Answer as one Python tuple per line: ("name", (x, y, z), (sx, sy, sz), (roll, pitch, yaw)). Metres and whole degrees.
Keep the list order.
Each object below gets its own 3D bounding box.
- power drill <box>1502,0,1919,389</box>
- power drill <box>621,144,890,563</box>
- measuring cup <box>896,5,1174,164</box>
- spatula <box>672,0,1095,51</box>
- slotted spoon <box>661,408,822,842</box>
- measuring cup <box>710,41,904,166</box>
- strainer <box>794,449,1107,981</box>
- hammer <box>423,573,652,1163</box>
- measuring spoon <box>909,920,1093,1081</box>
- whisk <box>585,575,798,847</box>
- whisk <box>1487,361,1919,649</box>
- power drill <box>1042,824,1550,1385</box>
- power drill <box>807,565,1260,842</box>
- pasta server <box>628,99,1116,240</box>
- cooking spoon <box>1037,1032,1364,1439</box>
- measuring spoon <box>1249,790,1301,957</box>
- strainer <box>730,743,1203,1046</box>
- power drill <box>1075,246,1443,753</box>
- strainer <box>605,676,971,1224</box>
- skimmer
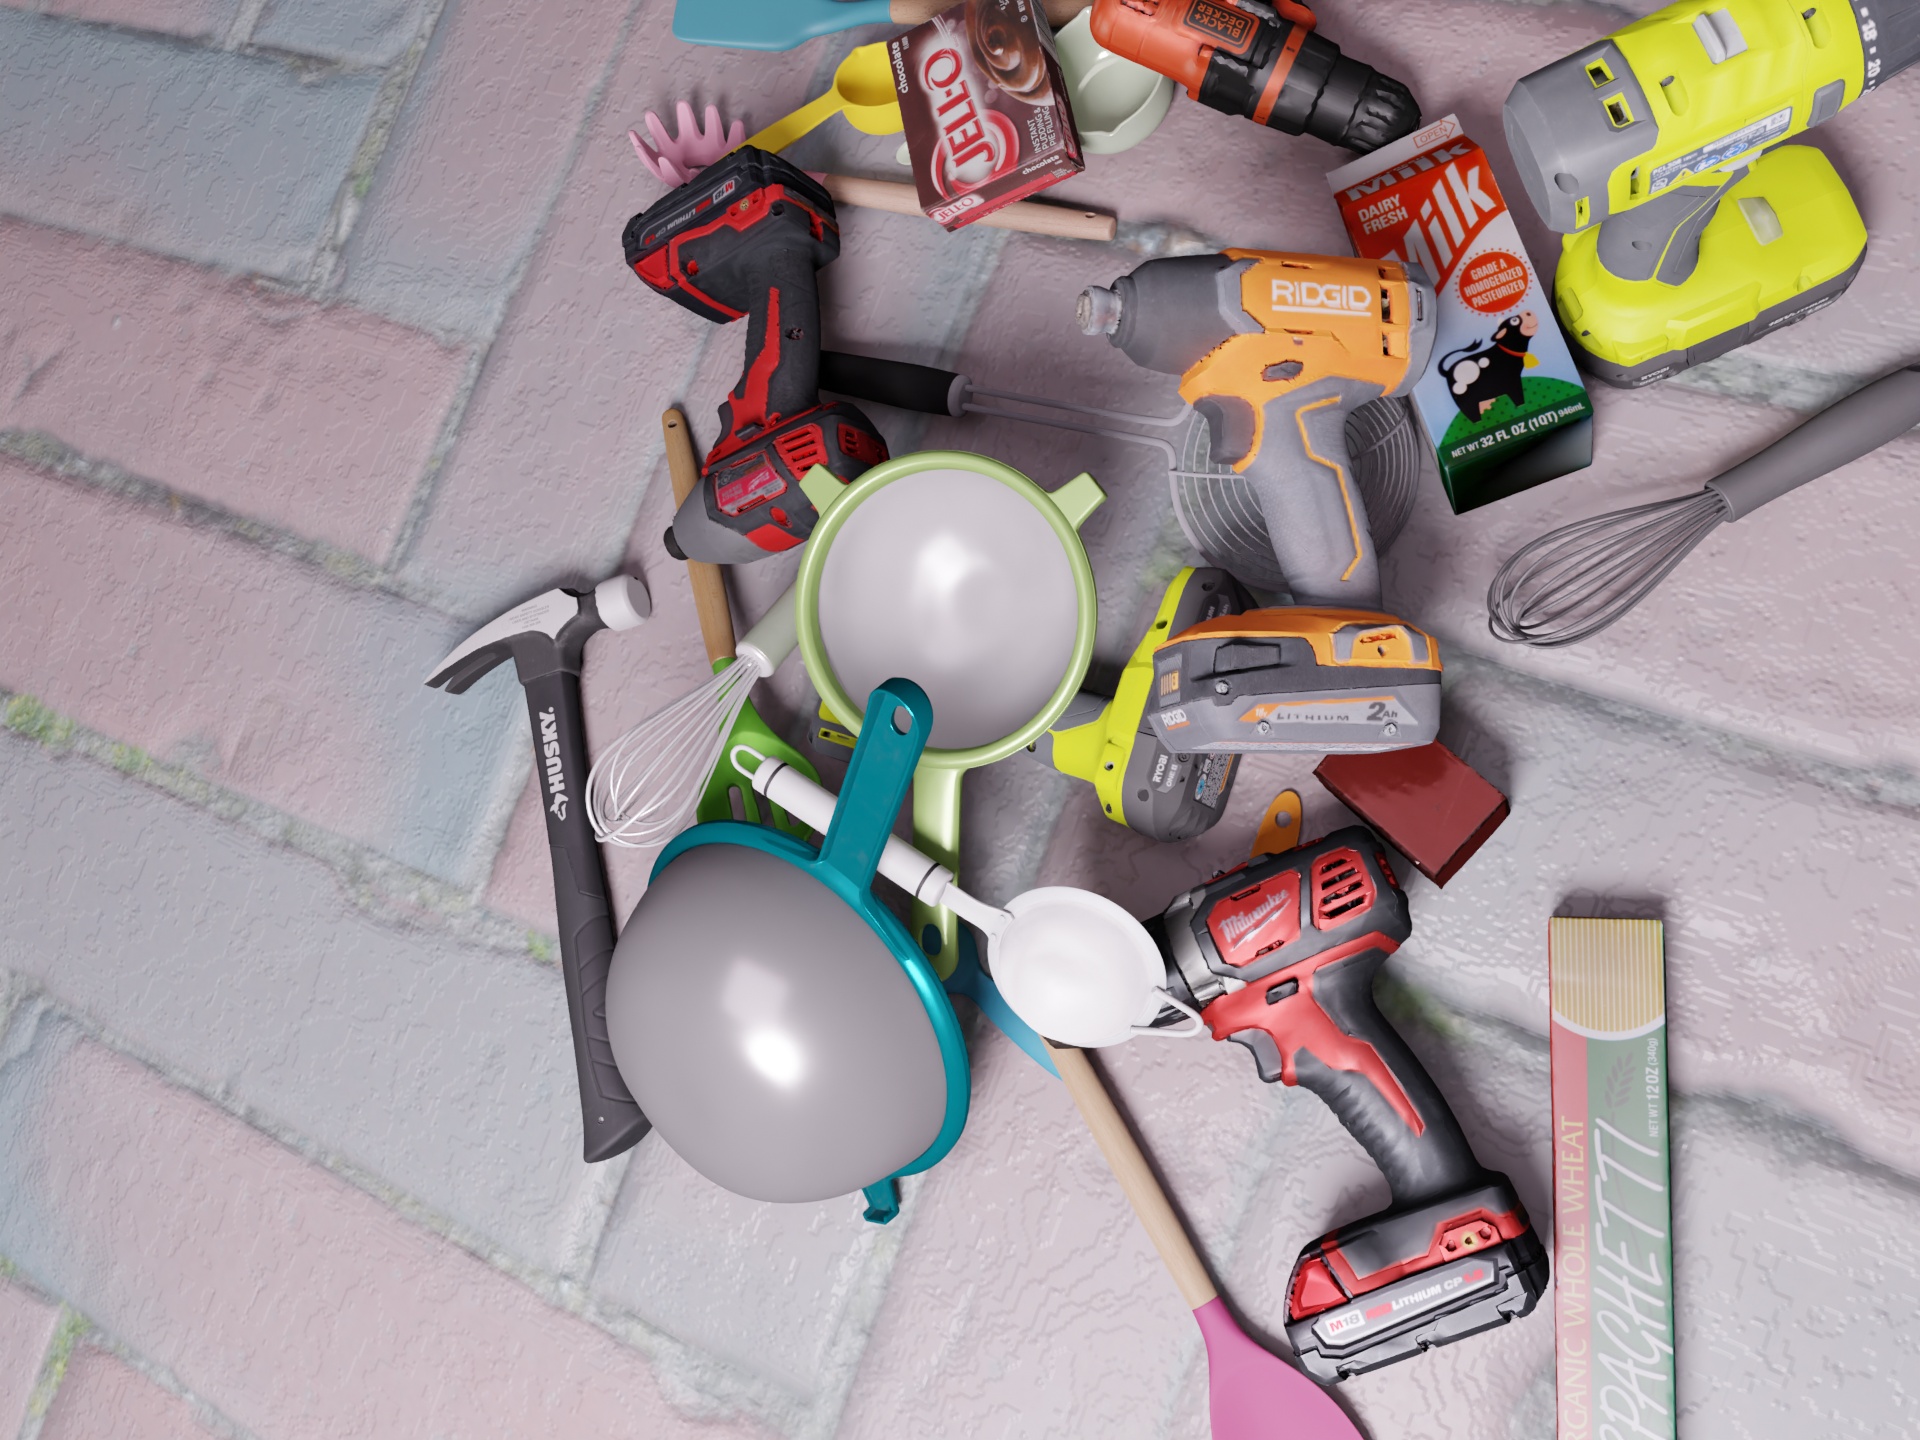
("power drill", (0.336, -0.240, 0.677), (0.190, 0.228, 0.080), (-23, 73, 15))
("power drill", (-0.122, -0.197, 0.905), (0.143, 0.078, 0.220), (-22, 69, 29))
("measuring cup", (0.044, -0.348, 0.917), (0.167, 0.038, 0.083), (-15, 75, 22))
("spatula", (-0.021, -0.431, 0.953), (0.317, 0.044, 0.082), (10, 79, 21))
("slotted spoon", (-0.137, -0.055, 0.911), (0.070, 0.031, 0.314), (-16, 64, -2))
("measuring cup", (-0.086, -0.350, 0.949), (0.156, 0.029, 0.062), (-33, 60, -5))
("strainer", (-0.001, -0.002, 0.782), (0.151, 0.069, 0.256), (5, 99, 19))
("hammer", (-0.230, 0.088, 0.934), (0.146, 0.035, 0.335), (-16, 74, 17))
("measuring spoon", (0.018, 0.149, 0.833), (0.129, 0.021, 0.042), (37, 94, 23))
("whisk", (-0.116, -0.027, 0.859), (0.059, 0.057, 0.246), (-14, 34, 55))
("whisk", (0.356, -0.103, 0.746), (0.239, 0.055, 0.055), (-30, 71, 8))
("power drill", (0.150, 0.181, 0.742), (0.188, 0.080, 0.227), (-26, 73, 14))
("power drill", (0.040, -0.036, 0.835), (0.223, 0.080, 0.171), (16, 86, 26))
("pasta server", (-0.057, -0.321, 0.948), (0.316, 0.040, 0.060), (16, 56, 21))
("cooking spoon", (0.106, 0.260, 0.776), (0.069, 0.017, 0.319), (-33, 72, 9))
("measuring spoon", (0.151, 0.092, 0.803), (0.021, 0.011, 0.117), (16, 82, 14))
("strainer", (-0.007, 0.083, 0.740), (0.258, 0.050, 0.086), (32, 123, 15))
("power drill", (0.133, -0.100, 0.713), (0.164, 0.084, 0.226), (1, 84, -14))
("strainer", (-0.088, 0.118, 0.735), (0.211, 0.095, 0.340), (38, 136, 16))
("skimmer", (0.064, -0.162, 0.874), (0.363, 0.090, 0.127), (18, 99, 33))
